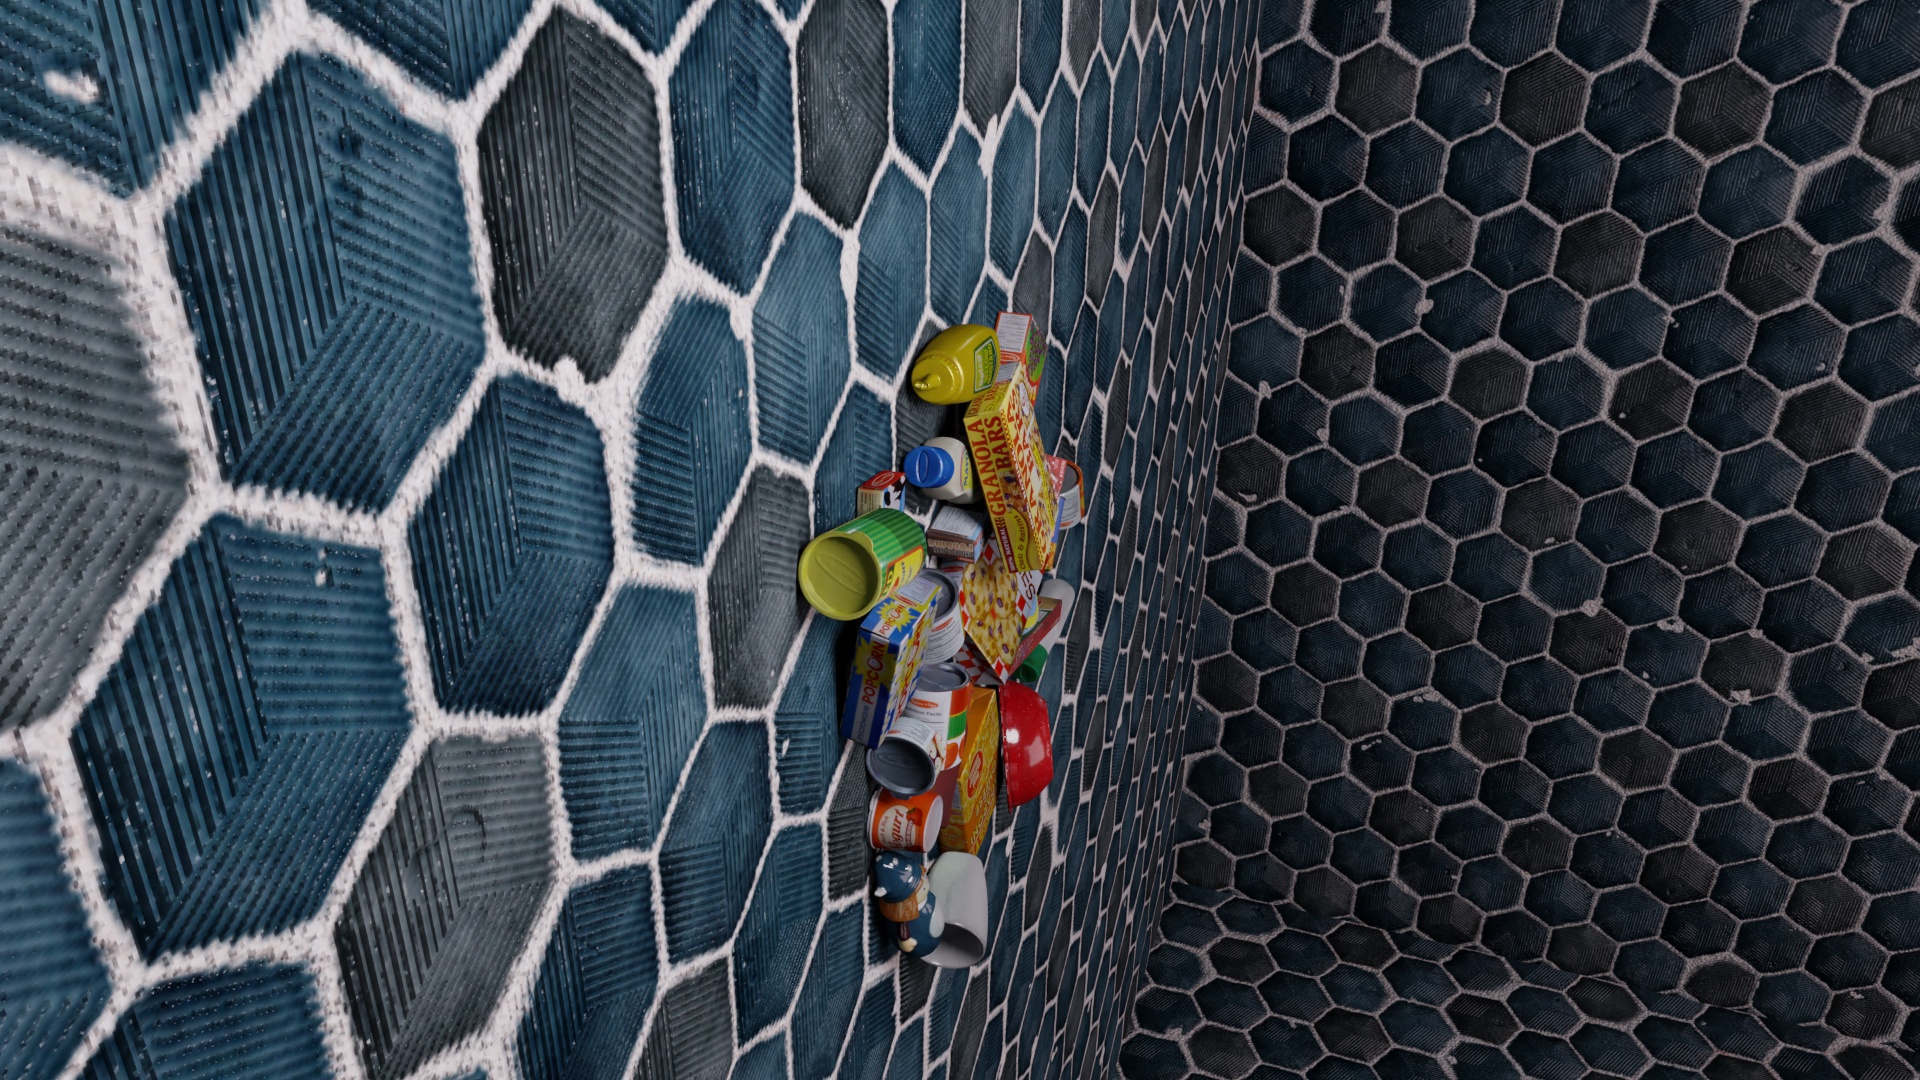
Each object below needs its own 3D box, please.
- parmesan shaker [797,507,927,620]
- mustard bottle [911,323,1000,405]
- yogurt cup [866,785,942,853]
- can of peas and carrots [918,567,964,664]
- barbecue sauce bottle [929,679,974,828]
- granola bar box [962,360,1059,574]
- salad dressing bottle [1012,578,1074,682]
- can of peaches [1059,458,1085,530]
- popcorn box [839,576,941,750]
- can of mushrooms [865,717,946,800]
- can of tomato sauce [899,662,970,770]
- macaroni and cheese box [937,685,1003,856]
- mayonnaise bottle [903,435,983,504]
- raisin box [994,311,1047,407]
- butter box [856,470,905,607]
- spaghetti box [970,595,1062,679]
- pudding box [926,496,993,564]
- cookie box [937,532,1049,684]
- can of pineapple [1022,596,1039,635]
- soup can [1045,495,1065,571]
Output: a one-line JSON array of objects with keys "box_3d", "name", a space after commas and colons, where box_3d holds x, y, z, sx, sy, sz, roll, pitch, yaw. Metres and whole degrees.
[{"box_3d": [-0.070, 0.014, 1.054, 0.103, 0.071, 0.071, -33, 130, -68], "name": "parmesan shaker"}, {"box_3d": [-0.008, -0.148, 1.211, 0.161, 0.049, 0.065, -45, 137, -64], "name": "mustard bottle"}, {"box_3d": [-0.050, 0.257, 1.286, 0.072, 0.054, 0.072, 8, 91, -74], "name": "yogurt cup"}, {"box_3d": [-0.032, 0.065, 1.224, 0.058, 0.071, 0.071, 82, 24, -47], "name": "can of peas and carrots"}, {"box_3d": [-0.019, 0.208, 1.381, 0.064, 0.044, 0.149, 52, 49, -67], "name": "barbecue sauce bottle"}, {"box_3d": [0.049, -0.070, 1.313, 0.125, 0.039, 0.164, -69, 146, -60], "name": "granola bar box"}, {"box_3d": [0.102, 0.113, 1.738, 0.148, 0.044, 0.064, -63, 158, -43], "name": "salad dressing bottle"}, {"box_3d": [0.112, -0.056, 1.639, 0.057, 0.071, 0.071, 81, 24, -46], "name": "can of peaches"}, {"box_3d": [-0.059, 0.099, 1.146, 0.085, 0.038, 0.126, -53, 162, -50], "name": "popcorn box"}, {"box_3d": [-0.048, 0.194, 1.235, 0.034, 0.071, 0.070, -58, 152, -55], "name": "can of mushrooms"}, {"box_3d": [-0.026, 0.162, 1.290, 0.071, 0.071, 0.082, -42, 140, -65], "name": "can of tomato sauce"}, {"box_3d": [0.008, 0.256, 1.504, 0.165, 0.040, 0.124, 83, 23, -45], "name": "macaroni and cheese box"}, {"box_3d": [-0.012, -0.065, 1.256, 0.148, 0.041, 0.064, -6, 99, -74], "name": "mayonnaise bottle"}, {"box_3d": [0.053, -0.161, 1.426, 0.086, 0.040, 0.123, 48, 54, -70], "name": "raisin box"}, {"box_3d": [-0.066, -0.002, 1.140, 0.053, 0.024, 0.103, -43, 139, -63], "name": "butter box"}, {"box_3d": [0.061, 0.109, 1.582, 0.251, 0.050, 0.028, -36, 132, -67], "name": "spaghetti box"}, {"box_3d": [0.005, -0.017, 1.325, 0.084, 0.050, 0.030, -61, 156, -49], "name": "pudding box"}, {"box_3d": [0.027, 0.041, 1.390, 0.122, 0.040, 0.168, 56, 42, -39], "name": "cookie box"}, {"box_3d": [0.049, 0.064, 1.489, 0.057, 0.071, 0.071, 78, 27, -50], "name": "can of pineapple"}, {"box_3d": [0.076, -0.012, 1.542, 0.071, 0.071, 0.084, 27, 74, -73], "name": "soup can"}]
